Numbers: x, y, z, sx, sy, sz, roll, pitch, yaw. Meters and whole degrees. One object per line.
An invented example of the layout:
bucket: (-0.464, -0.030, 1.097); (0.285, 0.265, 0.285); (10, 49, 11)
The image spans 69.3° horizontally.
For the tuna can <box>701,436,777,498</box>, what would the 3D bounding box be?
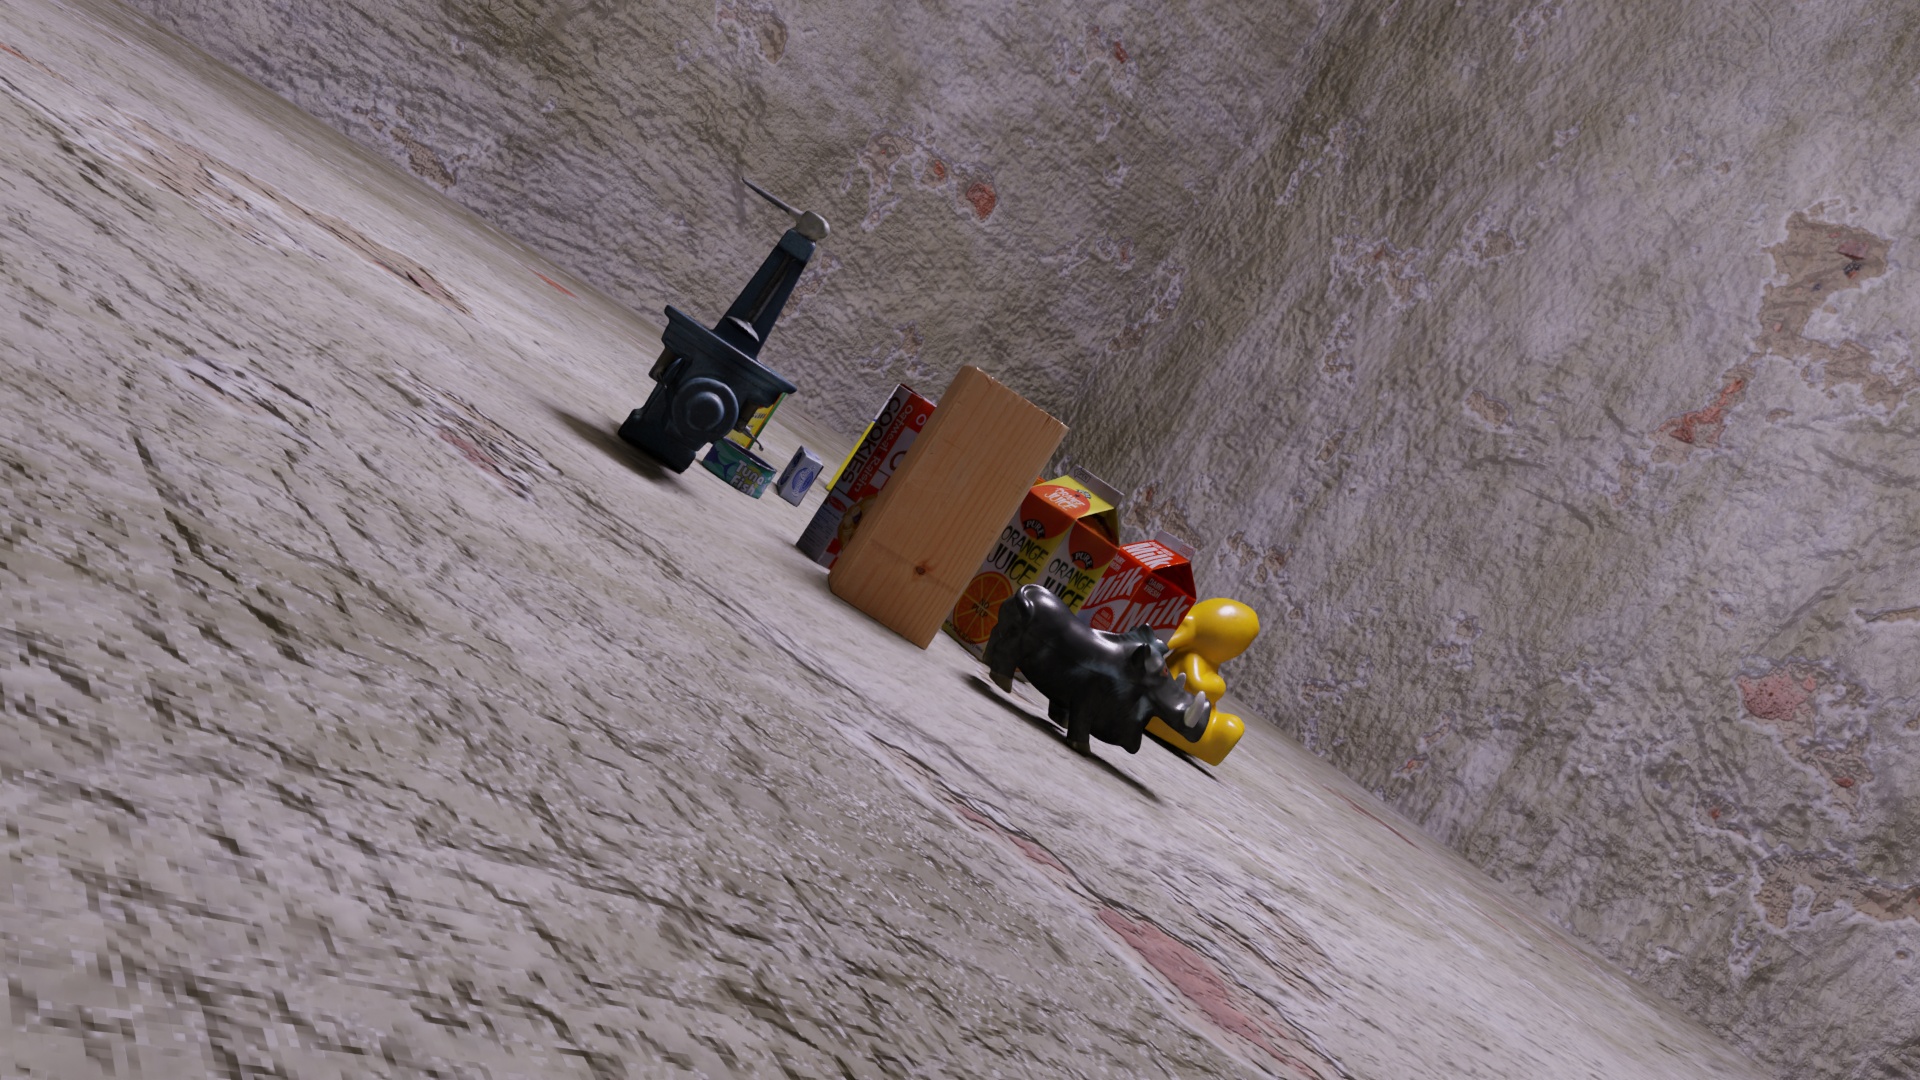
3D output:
tuna can: (-0.210, -0.070, 1.327); (0.071, 0.033, 0.071); (33, 3, -2)

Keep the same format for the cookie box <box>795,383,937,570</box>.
cookie box: (-0.051, -0.039, 1.216); (0.040, 0.167, 0.123); (36, 4, 42)

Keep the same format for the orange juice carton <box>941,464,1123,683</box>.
orange juice carton: (0.073, 0.025, 1.255); (0.073, 0.192, 0.072); (31, 4, -43)

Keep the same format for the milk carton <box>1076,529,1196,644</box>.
milk carton: (0.170, 0.078, 1.415); (0.073, 0.190, 0.072); (32, 3, -30)

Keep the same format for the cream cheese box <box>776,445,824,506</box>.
cream cheese box: (-0.175, -0.071, 1.509); (0.024, 0.053, 0.104); (33, 3, -14)

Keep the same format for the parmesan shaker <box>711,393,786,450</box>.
parmesan shaker: (-0.243, -0.149, 1.568); (0.071, 0.103, 0.071); (33, 3, -2)

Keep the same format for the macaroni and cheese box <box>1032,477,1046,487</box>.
macaroni and cheese box: (0.005, -0.018, 1.470); (0.040, 0.166, 0.124); (31, 4, -44)
